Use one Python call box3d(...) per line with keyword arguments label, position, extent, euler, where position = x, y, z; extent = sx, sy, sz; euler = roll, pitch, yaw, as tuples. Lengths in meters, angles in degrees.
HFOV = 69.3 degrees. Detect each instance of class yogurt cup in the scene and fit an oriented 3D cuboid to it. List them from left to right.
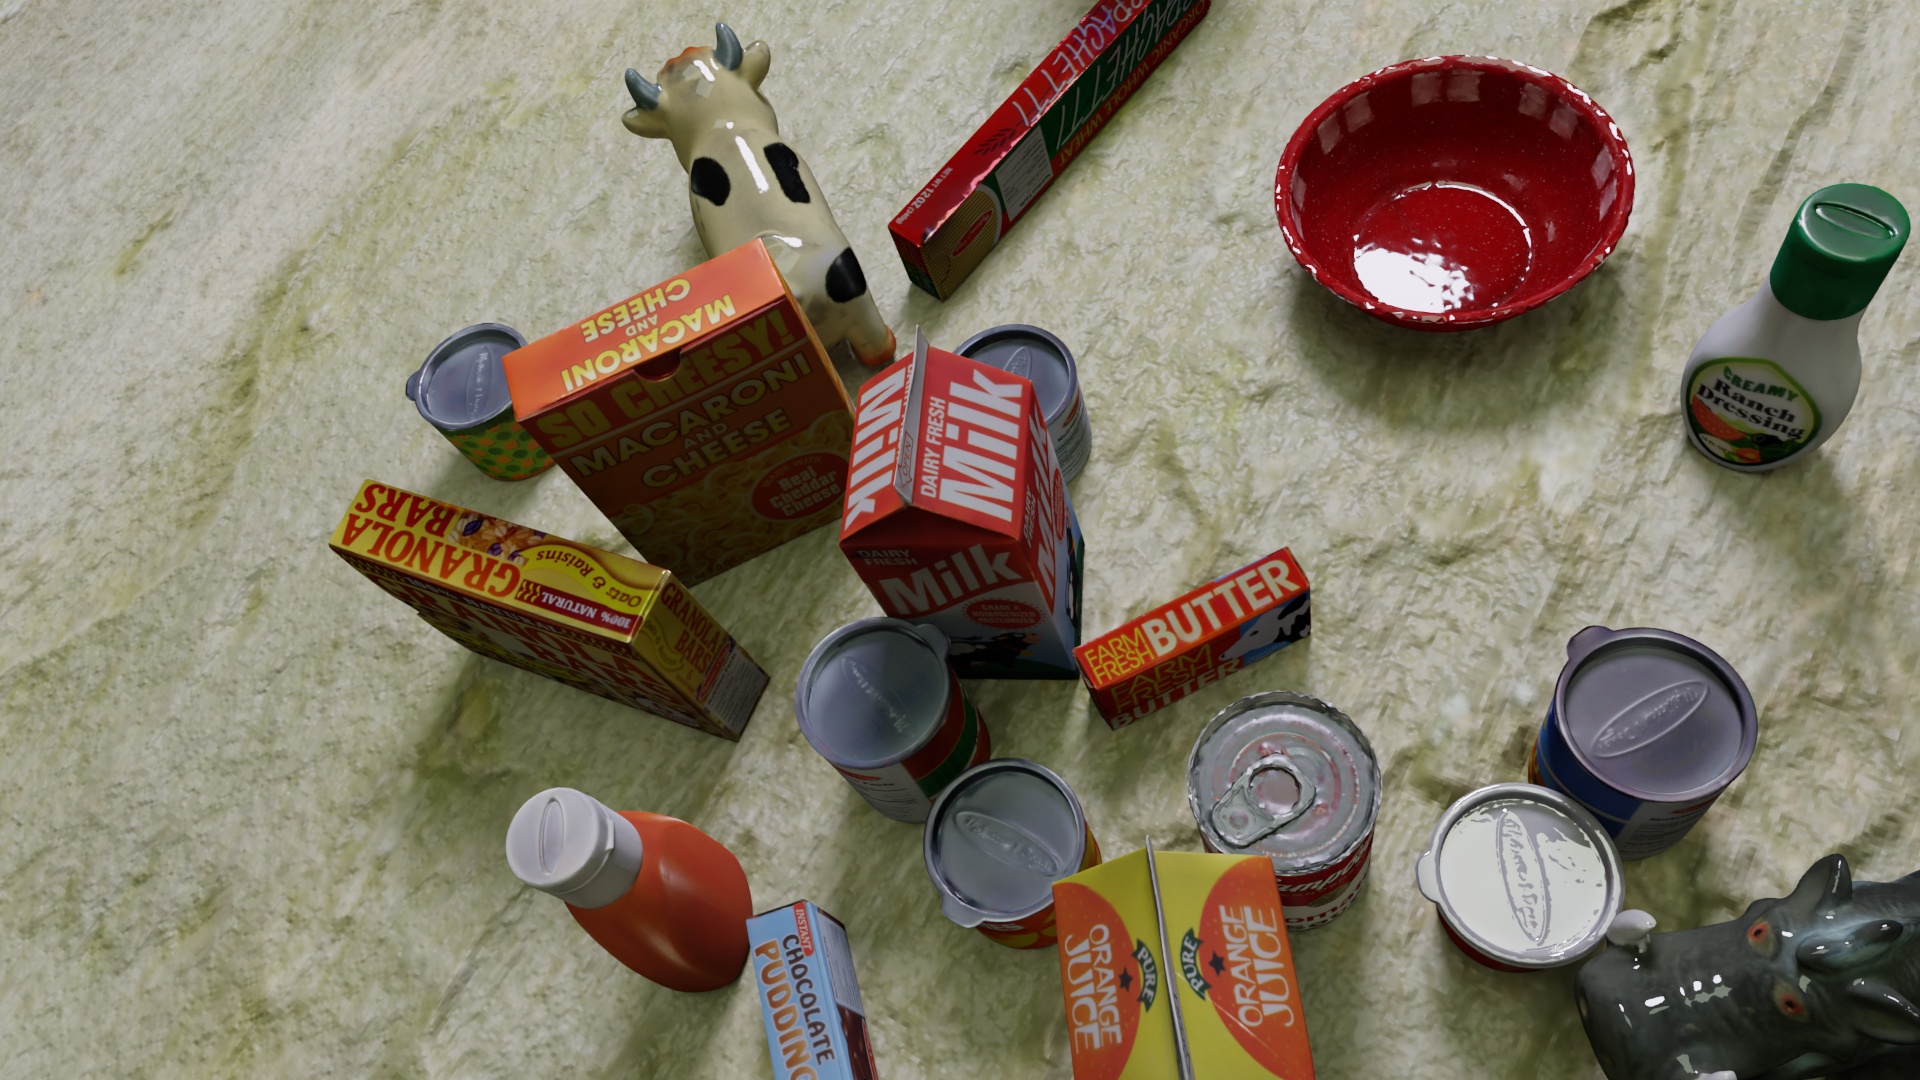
box3d(label="yogurt cup", position=(0.212, 0.132, 0.529), extent=(0.072, 0.053, 0.073), euler=(-6, 62, 11))

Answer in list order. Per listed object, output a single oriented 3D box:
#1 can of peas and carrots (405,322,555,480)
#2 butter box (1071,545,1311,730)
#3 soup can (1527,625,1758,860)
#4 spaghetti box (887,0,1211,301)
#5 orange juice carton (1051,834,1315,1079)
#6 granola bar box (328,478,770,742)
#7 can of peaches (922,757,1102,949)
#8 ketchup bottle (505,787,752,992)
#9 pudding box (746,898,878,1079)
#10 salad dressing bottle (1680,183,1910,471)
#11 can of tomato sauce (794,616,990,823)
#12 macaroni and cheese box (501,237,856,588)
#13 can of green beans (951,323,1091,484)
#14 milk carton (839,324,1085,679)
box3d(label="can of peas and carrots", position=(-0.252, -0.073, 0.750), extent=(0.071, 0.058, 0.071), euler=(-6, 62, 11))
box3d(label="butter box", position=(0.102, 0.044, 0.604), extent=(0.103, 0.053, 0.024), euler=(-26, 60, 0))
box3d(label="soup can", position=(0.255, 0.077, 0.530), extent=(0.071, 0.083, 0.071), euler=(-6, 62, 11))
box3d(label="spaghetti box", position=(0.055, -0.237, 0.766), extent=(0.029, 0.050, 0.251), euler=(34, 75, 27))
box3d(label="orange juice carton", position=(0.078, 0.158, 0.469), extent=(0.073, 0.192, 0.072), euler=(-10, 61, 9))
box3d(label="granola bar box", position=(-0.186, 0.035, 0.639), extent=(0.165, 0.123, 0.039), euler=(15, 68, 21))
box3d(label="can of peaches", position=(0.022, 0.132, 0.574), extent=(0.071, 0.058, 0.071), euler=(-6, 62, 11))
box3d(label="ketchup bottle", position=(-0.128, 0.137, 0.556), extent=(0.043, 0.148, 0.065), euler=(-11, 61, 9))
box3d(label="pudding box", position=(-0.059, 0.194, 0.566), extent=(0.030, 0.049, 0.084), euler=(-20, 60, 3))
box3d(label="salad dressing bottle", position=(0.334, -0.082, 0.558), extent=(0.064, 0.147, 0.044), euler=(34, 75, 27))
box3d(label="can of tomato sauce", position=(-0.026, 0.078, 0.600), extent=(0.071, 0.082, 0.071), euler=(-6, 62, 11))
box3d(label="macaroni and cheese box", position=(-0.113, -0.050, 0.641), extent=(0.124, 0.166, 0.040), euler=(-25, 60, 0))
box3d(label="can of green beans", position=(0.028, -0.062, 0.675), extent=(0.071, 0.057, 0.071), euler=(-6, 62, 11))
box3d(label="milk carton", position=(0.002, -0.007, 0.576), extent=(0.073, 0.190, 0.072), euler=(-1, 63, 13))
